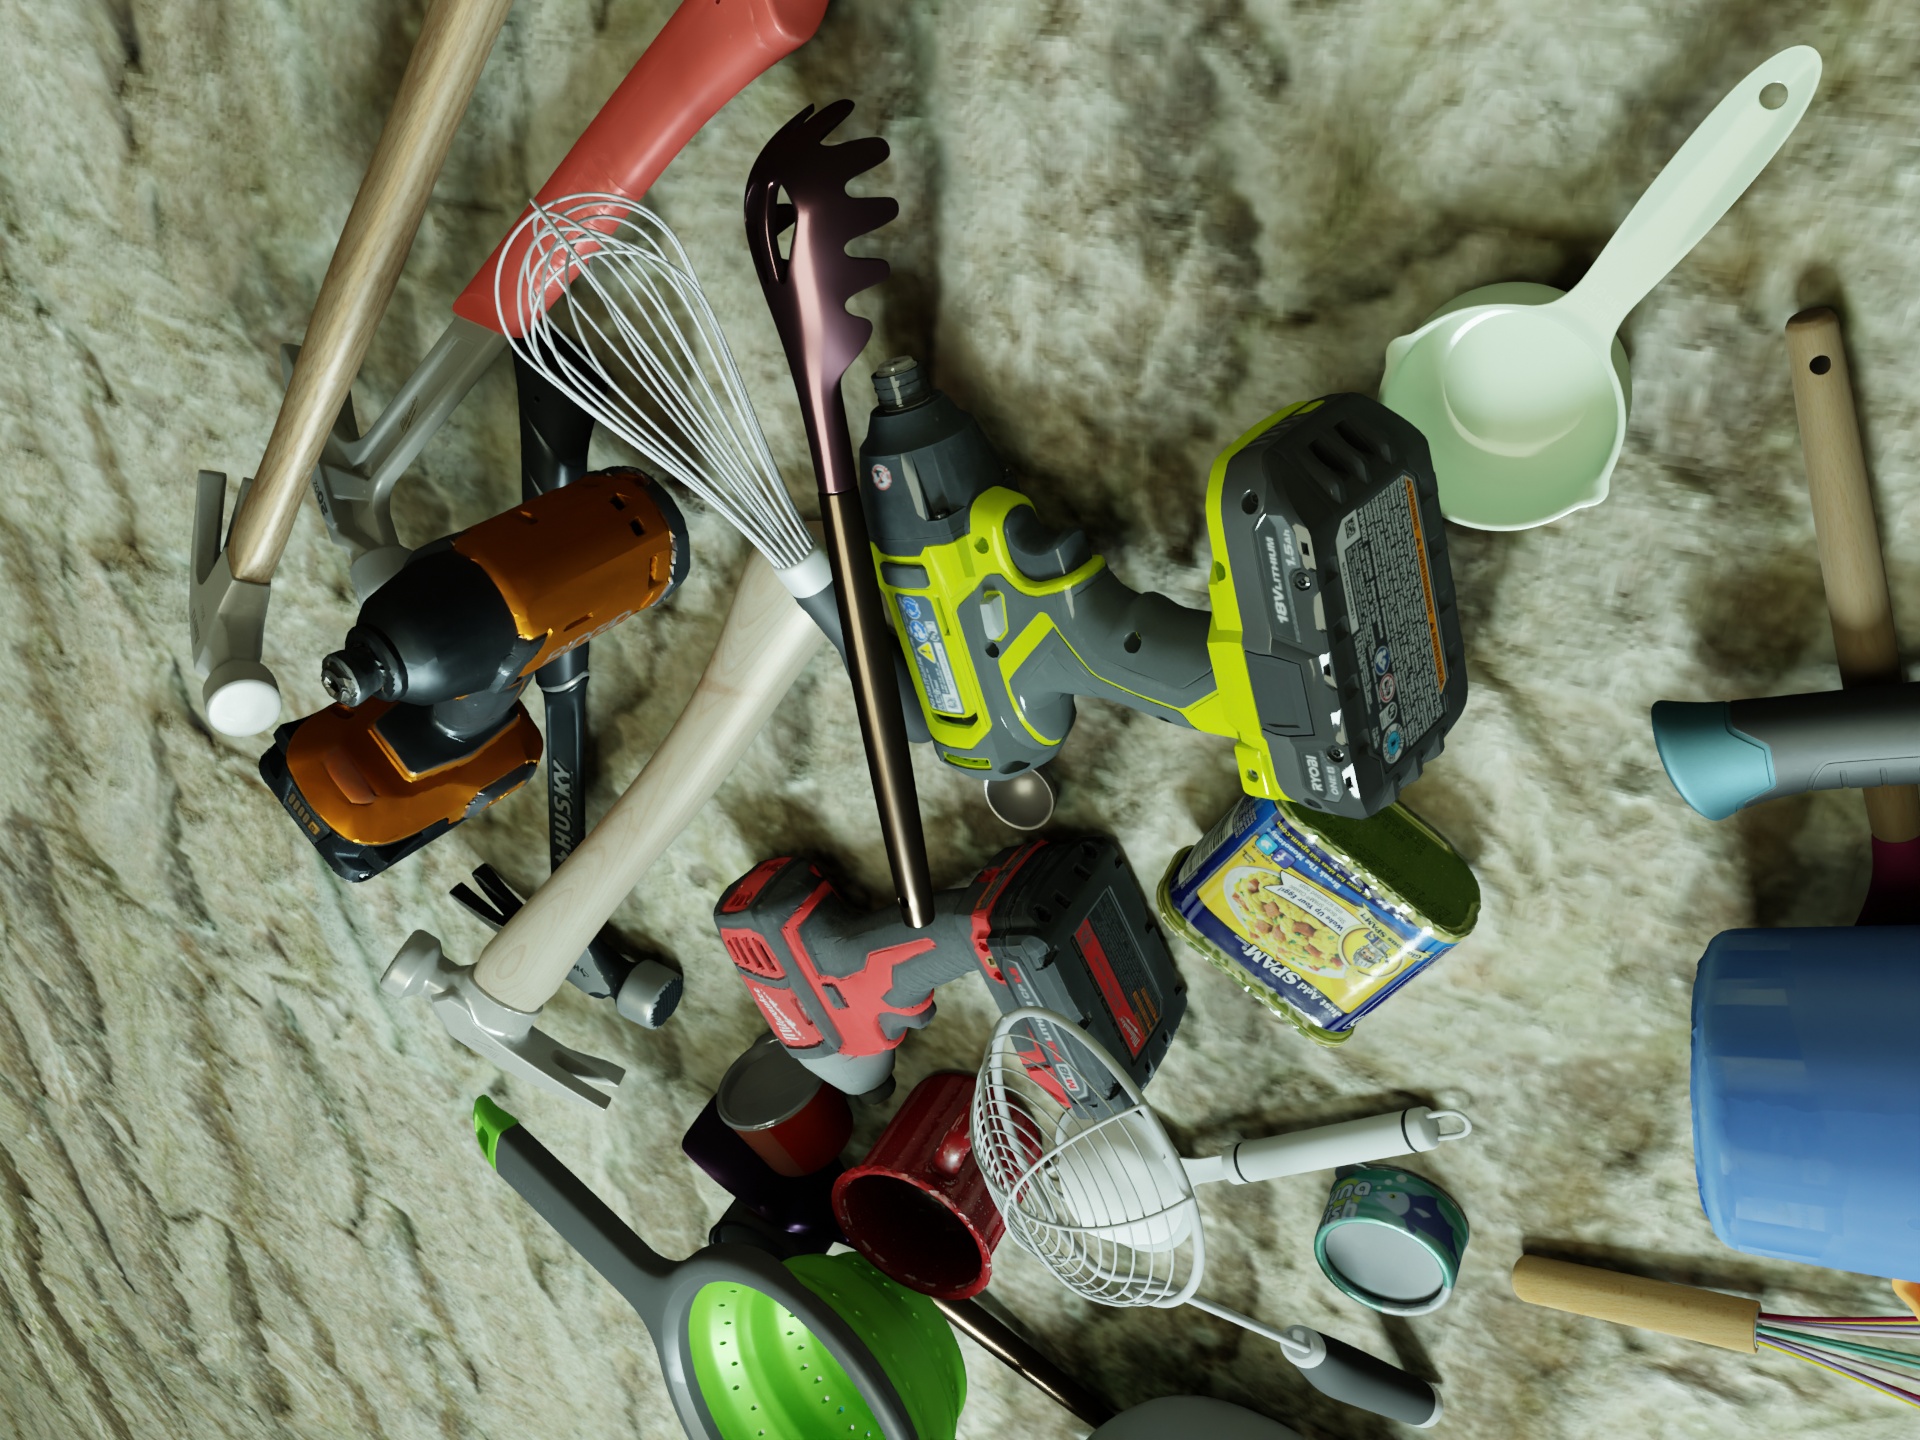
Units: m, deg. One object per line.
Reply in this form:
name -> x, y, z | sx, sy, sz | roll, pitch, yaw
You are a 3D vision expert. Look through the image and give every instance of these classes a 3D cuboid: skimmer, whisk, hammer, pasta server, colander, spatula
skimmer -> 0.134, 0.237, 0.706 | 0.362, 0.090, 0.127 | 36, 170, -36
whisk -> -0.078, -0.083, 0.617 | 0.070, 0.070, 0.284 | -3, 140, 33
hammer -> -0.152, 0.058, 0.795 | 0.146, 0.038, 0.410 | 35, 125, -11
hammer -> -0.208, -0.009, 0.821 | 0.149, 0.036, 0.408 | 24, 130, 17
pasta server -> -0.035, -0.063, 0.599 | 0.060, 0.040, 0.316 | 16, 123, 46
hammer -> -0.177, -0.193, 0.649 | 0.359, 0.036, 0.149 | -36, 69, 36
hammer -> 0.375, -0.005, 0.447 | 0.331, 0.033, 0.128 | -7, 116, 30
colander -> -0.125, 0.320, 0.899 | 0.397, 0.094, 0.204 | 32, 127, 28
spatula -> -0.028, 0.326, 0.944 | 0.316, 0.060, 0.018 | 39, 161, -5
hammer -> -0.264, -0.161, 0.671 | 0.331, 0.031, 0.130 | -58, 44, 22
whisk -> 0.355, 0.253, 0.659 | 0.245, 0.051, 0.047 | 1, 88, 36

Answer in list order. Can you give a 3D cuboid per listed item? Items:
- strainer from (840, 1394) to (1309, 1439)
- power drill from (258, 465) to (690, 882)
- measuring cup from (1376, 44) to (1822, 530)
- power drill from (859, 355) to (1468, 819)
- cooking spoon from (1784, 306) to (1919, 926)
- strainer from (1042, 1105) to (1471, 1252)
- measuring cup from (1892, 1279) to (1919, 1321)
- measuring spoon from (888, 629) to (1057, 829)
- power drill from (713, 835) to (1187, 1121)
strainer -> 0.095, 0.432, 0.907 | 0.340, 0.095, 0.210 | 16, 126, 24
power drill -> -0.228, -0.013, 0.696 | 0.084, 0.164, 0.226 | 52, 135, 1
measuring cup -> 0.195, -0.131, 0.482 | 0.083, 0.038, 0.167 | 37, 131, 4
power drill -> 0.057, -0.051, 0.577 | 0.223, 0.080, 0.171 | 9, 126, 44
cooking spoon -> 0.308, 0.015, 0.528 | 0.069, 0.017, 0.318 | -9, 117, 30
strainer -> 0.127, 0.216, 0.771 | 0.258, 0.050, 0.087 | -24, 92, 37
measuring cup -> 0.401, 0.232, 0.576 | 0.095, 0.052, 0.173 | -11, 100, 34
measuring spoon -> -0.001, -0.002, 0.714 | 0.124, 0.018, 0.034 | 47, 129, 4
power drill -> -0.011, 0.130, 0.772 | 0.220, 0.078, 0.143 | -9, 116, 39
